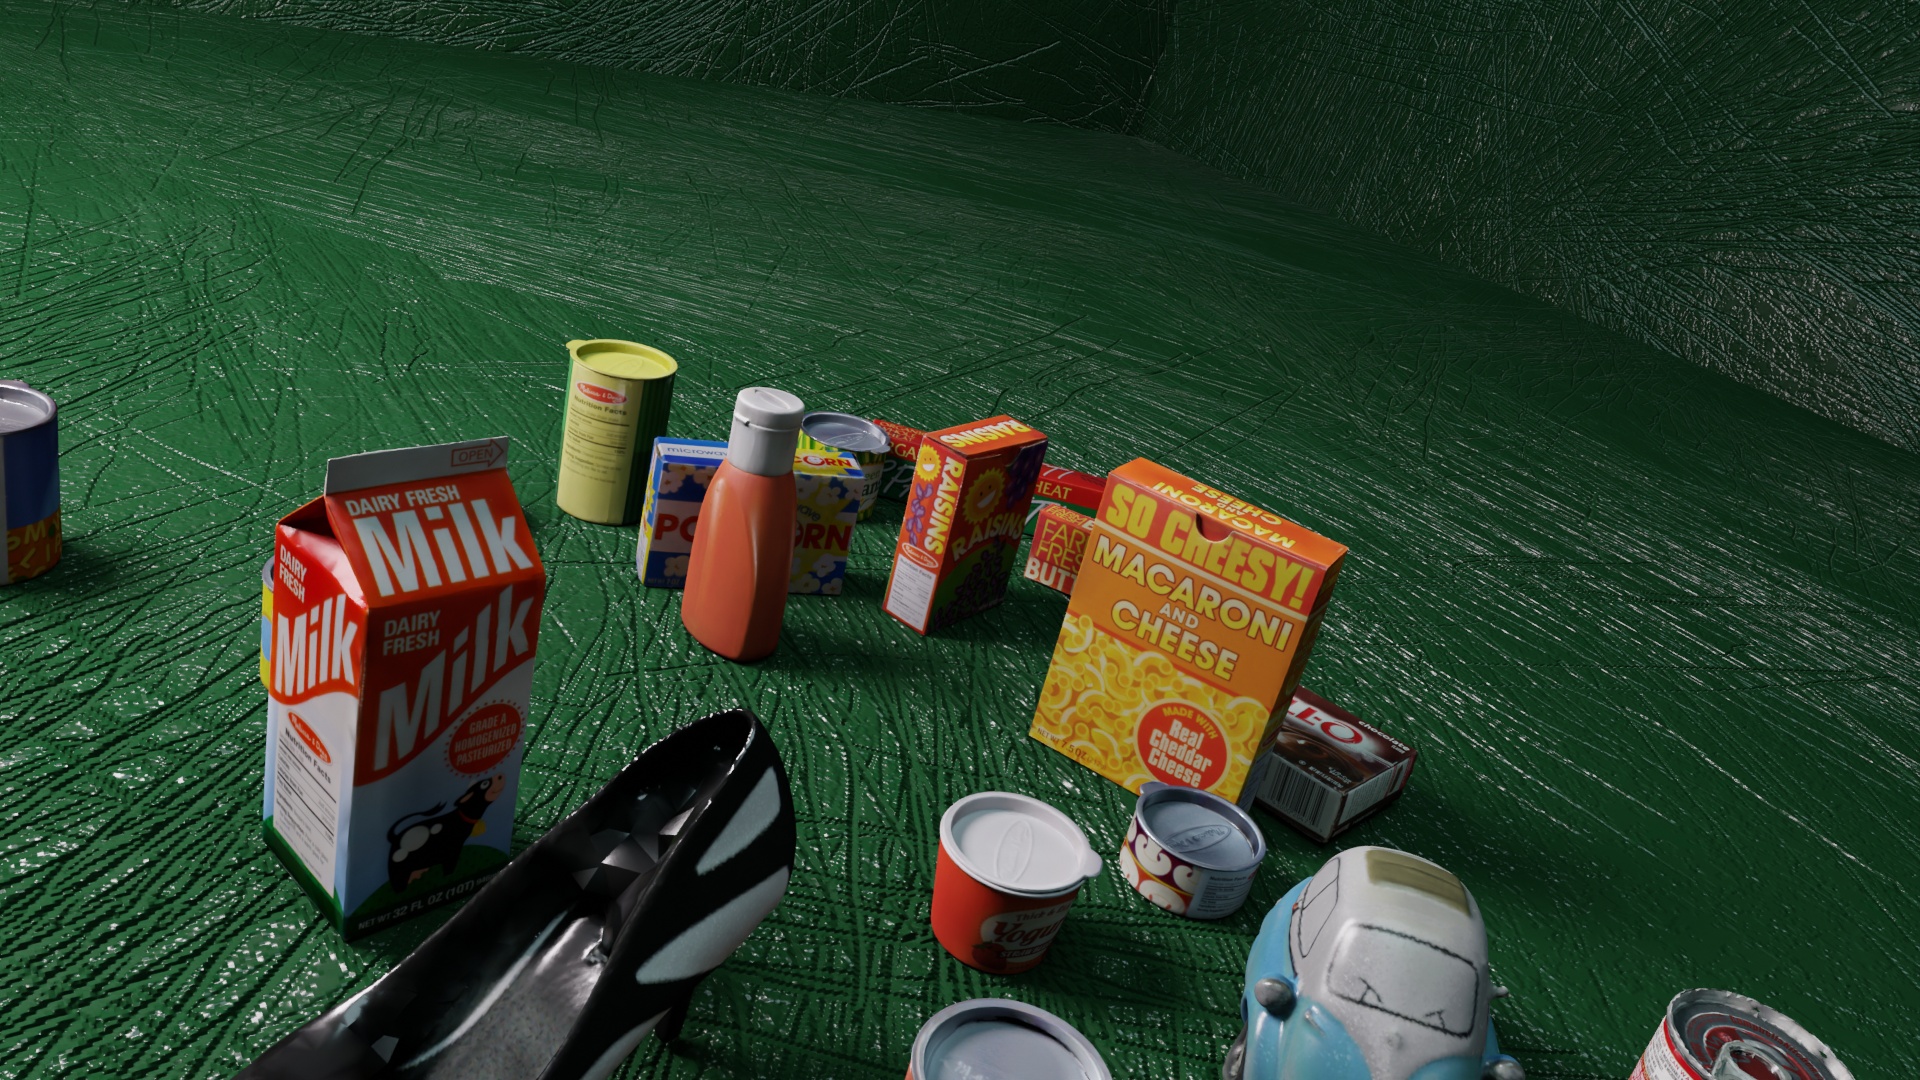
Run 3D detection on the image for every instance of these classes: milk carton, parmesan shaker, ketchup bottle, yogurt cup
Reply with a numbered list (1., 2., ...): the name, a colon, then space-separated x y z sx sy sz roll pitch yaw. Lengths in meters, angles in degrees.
1. milk carton: -0.216 0.050 0.538 0.073 0.189 0.072 31 29 33
2. parmesan shaker: -0.225 -0.071 0.896 0.071 0.102 0.071 12 24 -5
3. ketchup bottle: -0.118 -0.010 0.770 0.065 0.148 0.044 33 30 35
4. yogurt cup: 0.019 0.152 0.613 0.072 0.053 0.073 12 24 -5

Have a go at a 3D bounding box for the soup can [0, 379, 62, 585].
1. soup can: -0.484 -0.030 0.689 0.071 0.083 0.071 12 24 -5

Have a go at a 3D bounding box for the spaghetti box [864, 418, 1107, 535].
1. spaghetti box: 0.045 -0.034 1.028 0.250 0.050 0.029 15 24 0

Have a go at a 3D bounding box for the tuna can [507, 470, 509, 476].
1. tuna can: -0.313 -0.029 0.844 0.071 0.032 0.071 12 24 -5

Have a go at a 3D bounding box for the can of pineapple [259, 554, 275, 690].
1. can of pineapple: -0.300 0.041 0.670 0.071 0.057 0.071 12 24 -5

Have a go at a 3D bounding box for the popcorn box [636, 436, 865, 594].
1. popcorn box: -0.129 -0.014 0.849 0.127 0.084 0.038 4 26 -22

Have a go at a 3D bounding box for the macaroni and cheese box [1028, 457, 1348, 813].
1. macaroni and cheese box: 0.116 0.057 0.733 0.124 0.165 0.040 26 26 24

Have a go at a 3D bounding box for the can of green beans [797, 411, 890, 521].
1. can of green beans: -0.088 -0.052 0.986 0.071 0.057 0.071 12 24 -5

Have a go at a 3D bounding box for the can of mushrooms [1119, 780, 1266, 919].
1. can of mushrooms: 0.113 0.152 0.688 0.071 0.033 0.071 12 24 -5

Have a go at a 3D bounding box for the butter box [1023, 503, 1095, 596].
1. butter box: 0.097 0.017 0.944 0.103 0.053 0.024 23 25 19

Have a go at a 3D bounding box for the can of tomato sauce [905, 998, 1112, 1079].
1. can of tomato sauce: 0.008 0.206 0.455 0.071 0.082 0.071 12 24 -5

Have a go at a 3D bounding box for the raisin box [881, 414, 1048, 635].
1. raisin box: 0.003 -0.011 0.868 0.040 0.122 0.086 29 28 30
